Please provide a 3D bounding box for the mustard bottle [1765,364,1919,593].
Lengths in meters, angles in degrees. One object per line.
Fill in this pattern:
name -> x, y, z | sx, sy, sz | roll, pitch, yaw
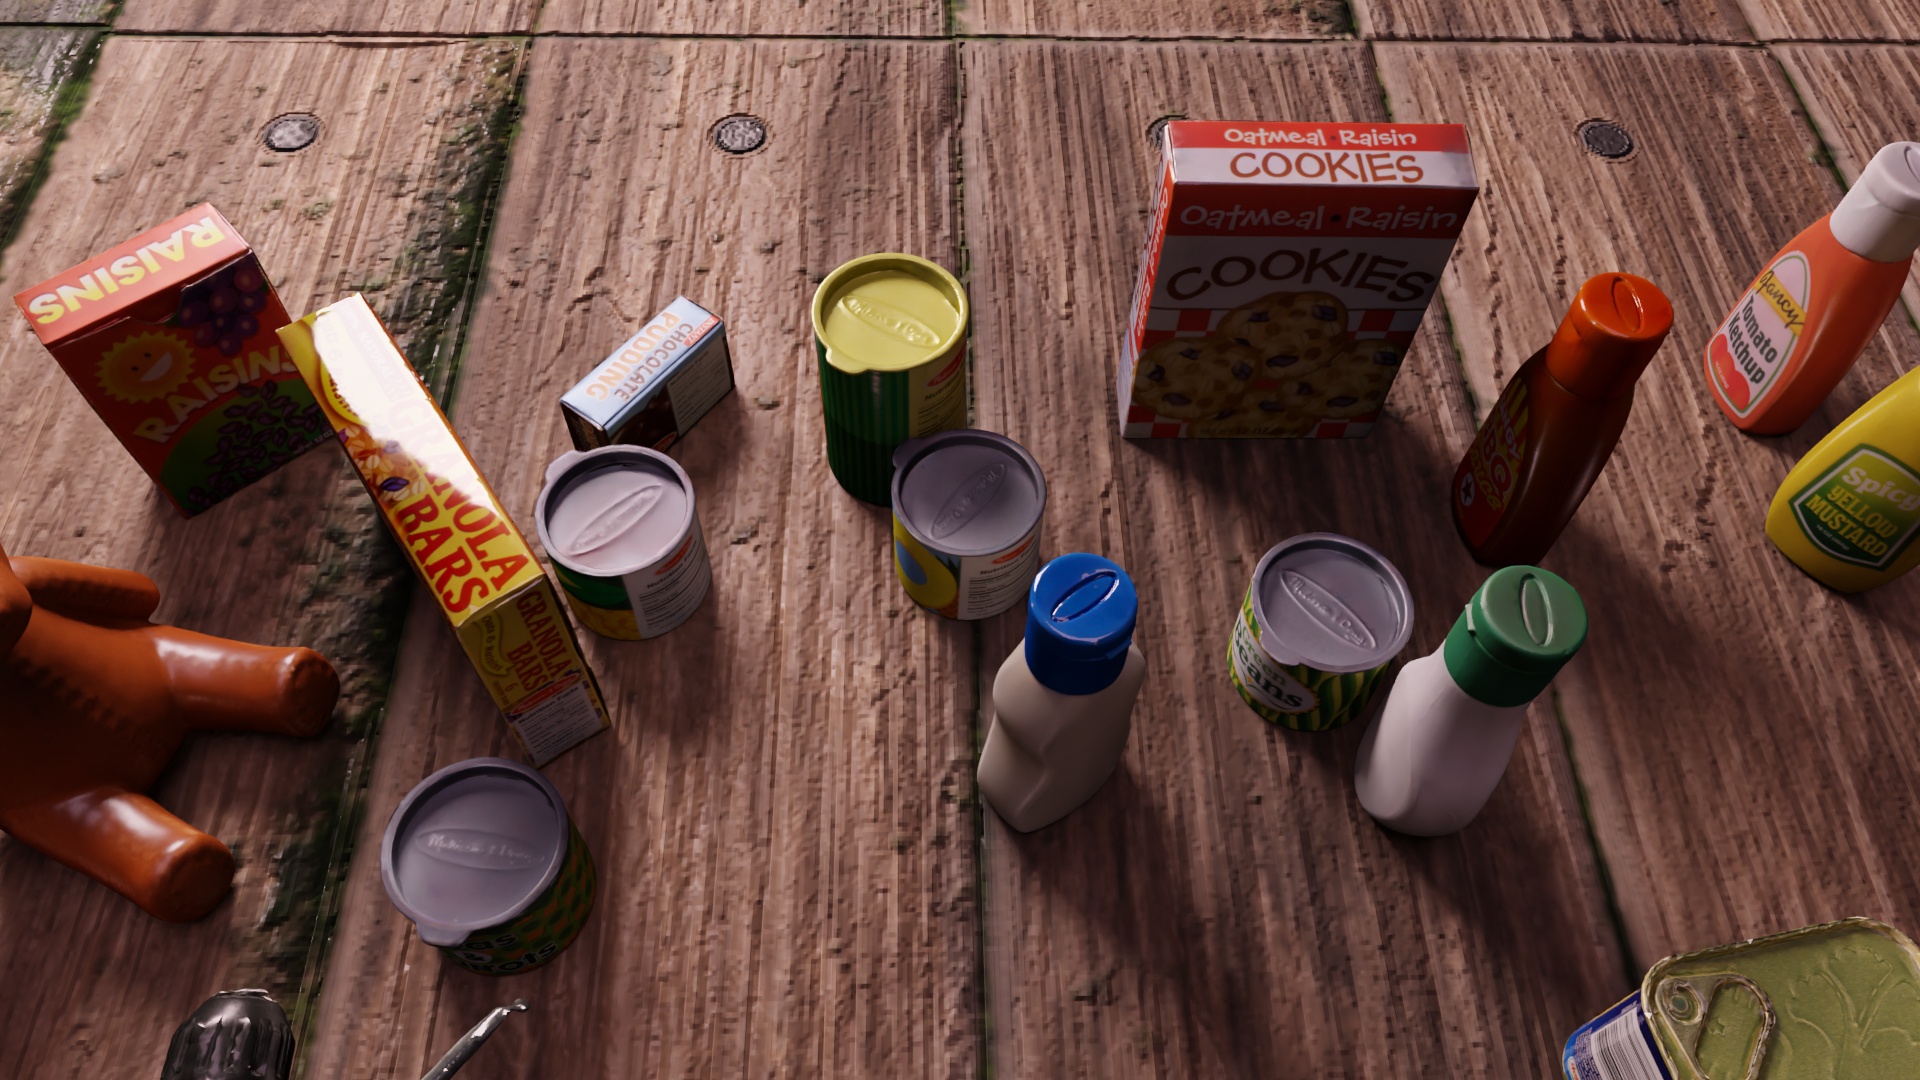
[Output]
mustard bottle -> 0.407, -0.039, 0.586 | 0.049, 0.159, 0.065 | -36, 65, -22

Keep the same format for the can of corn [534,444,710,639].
can of corn -> -0.146, 0.000, 0.603 | 0.071, 0.058, 0.071 | 1, 57, -1

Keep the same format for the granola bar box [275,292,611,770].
granola bar box -> -0.207, -0.003, 0.564 | 0.039, 0.123, 0.166 | -31, 63, -20

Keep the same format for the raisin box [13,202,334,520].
raisin box -> -0.334, -0.075, 0.607 | 0.086, 0.122, 0.040 | -36, 65, -22

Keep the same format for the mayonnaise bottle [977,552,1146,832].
mayonnaise bottle -> 0.039, 0.058, 0.518 | 0.065, 0.147, 0.041 | -34, 64, -21

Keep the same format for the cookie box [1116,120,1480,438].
cookie box -> 0.141, -0.111, 0.620 | 0.123, 0.166, 0.040 | 0, 57, -2

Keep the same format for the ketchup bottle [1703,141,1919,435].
ketchup bottle -> 0.401, -0.116, 0.642 | 0.043, 0.148, 0.065 | -1, 57, -2

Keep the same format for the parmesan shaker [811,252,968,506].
parmesan shaker -> -0.032, -0.068, 0.624 | 0.071, 0.102, 0.071 | 1, 57, -1

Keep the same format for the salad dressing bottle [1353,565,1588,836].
salad dressing bottle -> 0.188, 0.063, 0.520 | 0.044, 0.147, 0.064 | 6, 57, 2

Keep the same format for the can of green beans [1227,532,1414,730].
can of green beans -> 0.150, 0.040, 0.587 | 0.071, 0.057, 0.071 | 1, 57, -1

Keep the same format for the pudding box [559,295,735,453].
pudding box -> -0.145, -0.070, 0.653 | 0.030, 0.049, 0.084 | 32, 61, 17

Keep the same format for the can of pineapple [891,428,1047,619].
can of pineapple -> 0.002, -0.008, 0.613 | 0.071, 0.057, 0.071 | 1, 57, -1

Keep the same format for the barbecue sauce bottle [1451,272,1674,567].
barbecue sauce bottle -> 0.255, -0.051, 0.596 | 0.044, 0.147, 0.065 | 2, 57, 0

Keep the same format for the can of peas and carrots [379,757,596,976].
can of peas and carrots -> -0.175, 0.125, 0.520 | 0.071, 0.058, 0.071 | 1, 57, -1
